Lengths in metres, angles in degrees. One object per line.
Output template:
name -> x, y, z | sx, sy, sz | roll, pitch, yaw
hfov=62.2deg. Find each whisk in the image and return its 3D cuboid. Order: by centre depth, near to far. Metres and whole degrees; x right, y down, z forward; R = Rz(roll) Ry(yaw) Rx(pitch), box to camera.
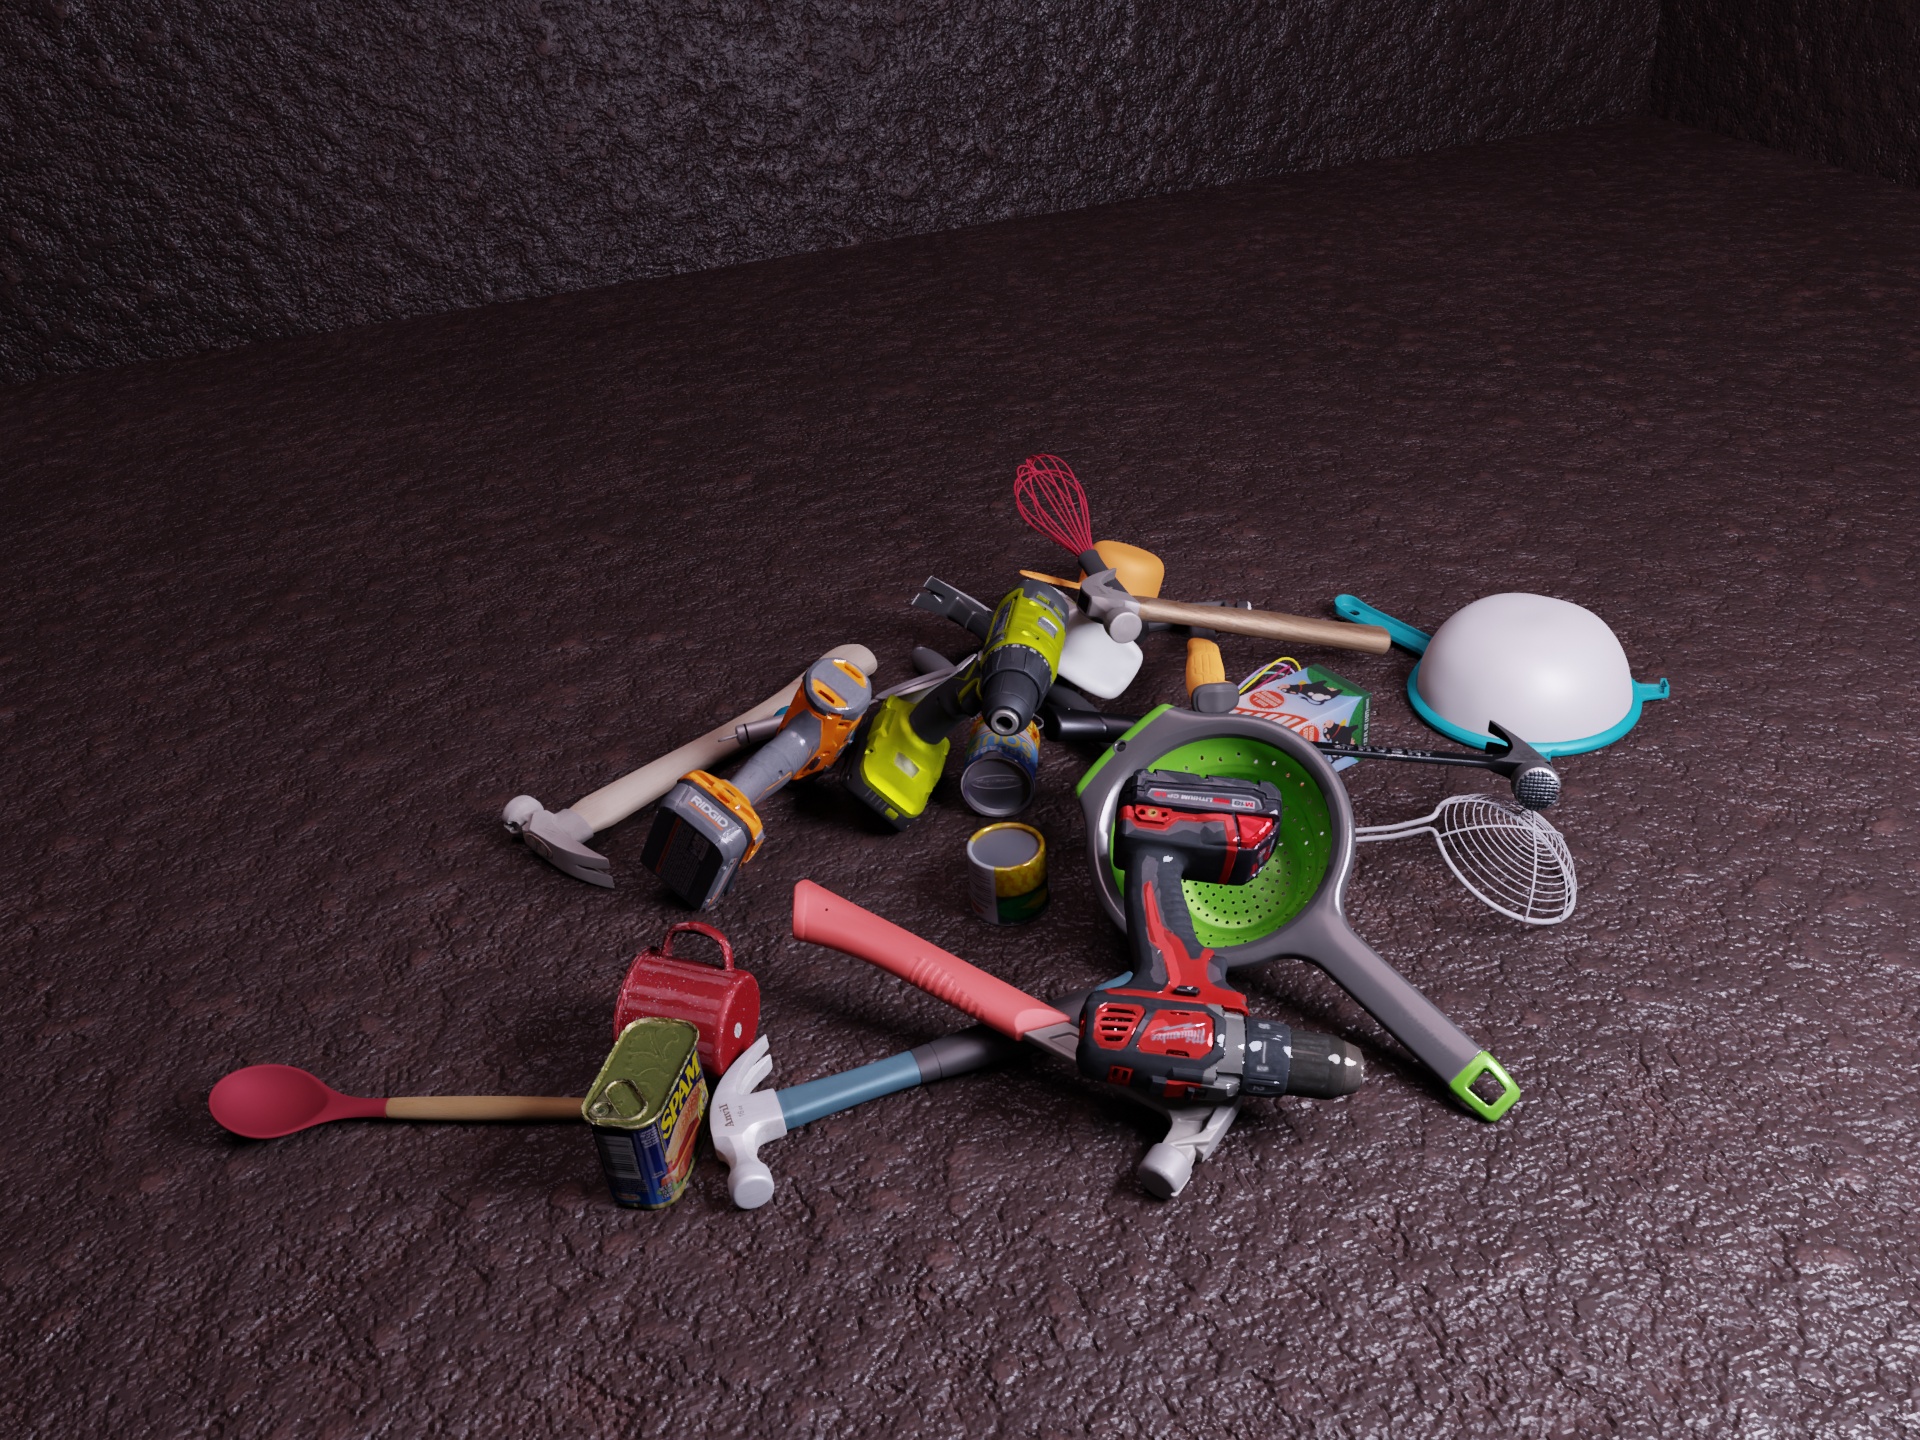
whisk -> 0.240, -0.008, 1.467 | 0.245, 0.047, 0.051 | -23, 54, -38
whisk -> 0.010, -0.029, 1.575 | 0.055, 0.055, 0.239 | -20, 30, -21
whisk -> 0.124, -0.181, 1.642 | 0.073, 0.073, 0.296 | -15, 49, -14

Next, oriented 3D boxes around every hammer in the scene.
hammer -> 0.033, 0.198, 1.141 | 0.359, 0.036, 0.149 | 25, 47, 23
hammer -> -0.019, 0.247, 1.146 | 0.331, 0.033, 0.128 | -15, 34, -15
hammer -> 0.271, 0.018, 1.313 | 0.409, 0.036, 0.149 | 5, 16, 9
hammer -> 0.262, -0.095, 1.505 | 0.331, 0.031, 0.130 | 6, 23, -23
hammer -> 0.225, -0.064, 1.524 | 0.127, 0.034, 0.337 | -2, 16, 7
hammer -> -0.229, 0.028, 1.532 | 0.146, 0.038, 0.410 | 24, 42, 37
hammer -> 0.077, -0.040, 1.539 | 0.146, 0.035, 0.335 | 25, 14, -45

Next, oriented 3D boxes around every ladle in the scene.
ladle -> -0.391, 0.281, 1.160 | 0.315, 0.031, 0.069 | -1, 35, 5

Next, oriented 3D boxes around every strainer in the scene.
strainer -> -0.103, -0.010, 1.506 | 0.258, 0.050, 0.087 | -14, 7, -10
strainer -> 0.493, -0.086, 1.534 | 0.211, 0.095, 0.341 | -24, 37, -27

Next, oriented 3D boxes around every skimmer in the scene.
skimmer -> 0.307, 0.119, 1.300 | 0.363, 0.090, 0.127 | -6, 35, 20

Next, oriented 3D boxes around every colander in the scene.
colander -> 0.257, 0.154, 1.199 | 0.204, 0.094, 0.397 | -44, 59, -3

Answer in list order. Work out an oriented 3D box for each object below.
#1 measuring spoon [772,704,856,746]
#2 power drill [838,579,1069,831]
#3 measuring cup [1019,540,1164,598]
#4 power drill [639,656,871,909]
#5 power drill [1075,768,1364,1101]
measuring spoon -> -0.118, 0.008, 1.529 | 0.128, 0.021, 0.042 | 12, 40, 1
power drill -> -0.002, -0.004, 1.377 | 0.228, 0.080, 0.191 | -41, 18, 31
measuring cup -> 0.141, -0.165, 1.699 | 0.173, 0.052, 0.095 | 7, 20, -32
power drill -> -0.175, 0.058, 1.386 | 0.084, 0.164, 0.226 | 39, 51, 5
power drill -> 0.181, 0.154, 1.096 | 0.188, 0.080, 0.227 | 6, 56, 4
